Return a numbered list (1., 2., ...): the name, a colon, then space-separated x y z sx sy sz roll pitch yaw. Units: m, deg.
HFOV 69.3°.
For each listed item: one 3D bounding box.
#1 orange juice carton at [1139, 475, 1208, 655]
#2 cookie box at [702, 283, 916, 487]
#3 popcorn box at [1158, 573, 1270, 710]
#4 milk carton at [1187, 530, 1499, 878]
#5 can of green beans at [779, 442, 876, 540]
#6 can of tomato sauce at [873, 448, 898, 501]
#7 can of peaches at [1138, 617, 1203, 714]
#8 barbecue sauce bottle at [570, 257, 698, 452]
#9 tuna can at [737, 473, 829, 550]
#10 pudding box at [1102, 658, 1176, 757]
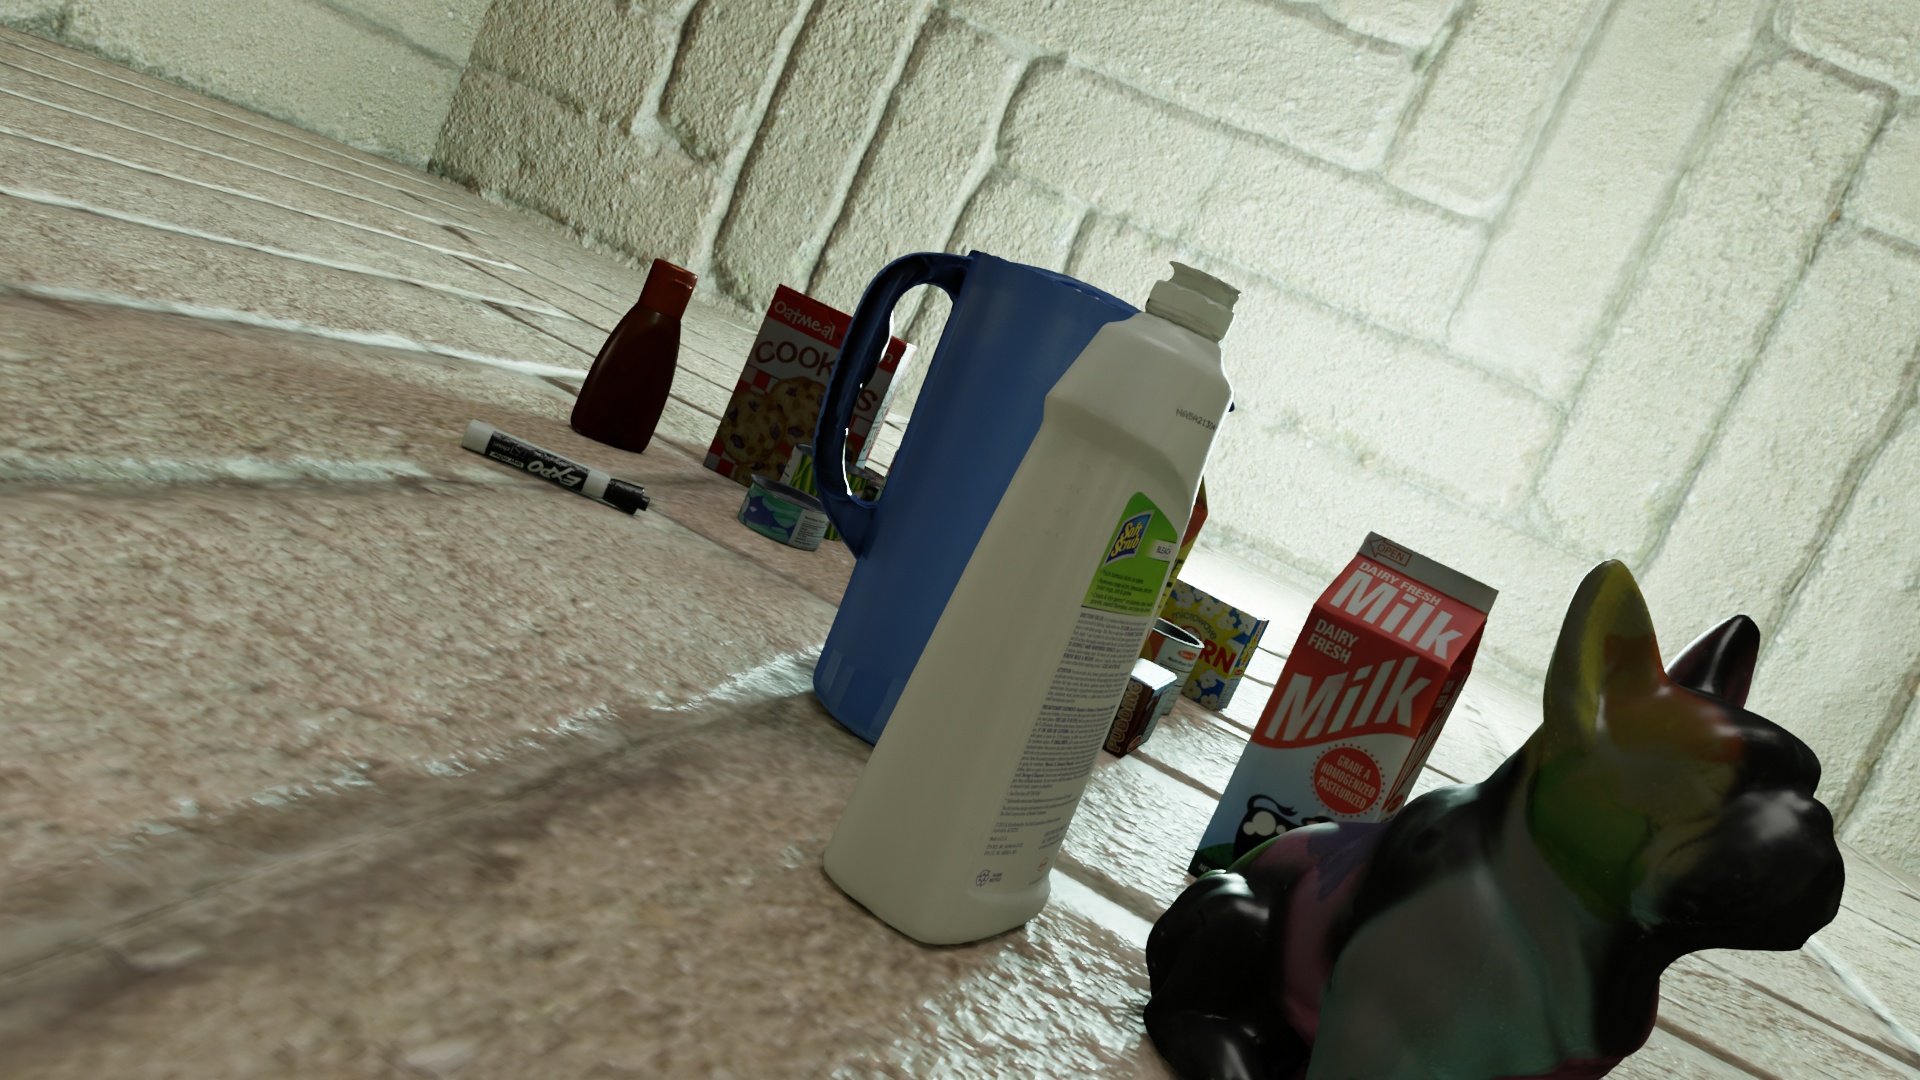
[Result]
1. orange juice carton: 0.108 0.009 0.978 0.072 0.192 0.073 31 10 38
2. cookie box: -0.127 -0.114 1.172 0.123 0.167 0.040 26 8 8
3. popcorn box: 0.178 0.074 1.148 0.127 0.085 0.038 28 9 26
4. milk carton: 0.193 0.095 0.692 0.072 0.190 0.073 28 9 27
5. can of green beans: -0.114 -0.039 1.121 0.071 0.057 0.071 24 8 -3
6. can of tomato sauce: -0.038 -0.024 1.157 0.071 0.083 0.071 24 8 -3
7. can of peaches: 0.137 0.088 1.035 0.071 0.058 0.071 24 8 -3
8. barbecue sauce bottle: -0.251 -0.147 1.092 0.065 0.148 0.044 18 10 -38
9. tuna can: -0.133 -0.021 1.041 0.071 0.032 0.071 24 8 -3
10. pudding box: 0.109 0.105 0.882 0.030 0.049 0.084 27 8 17
